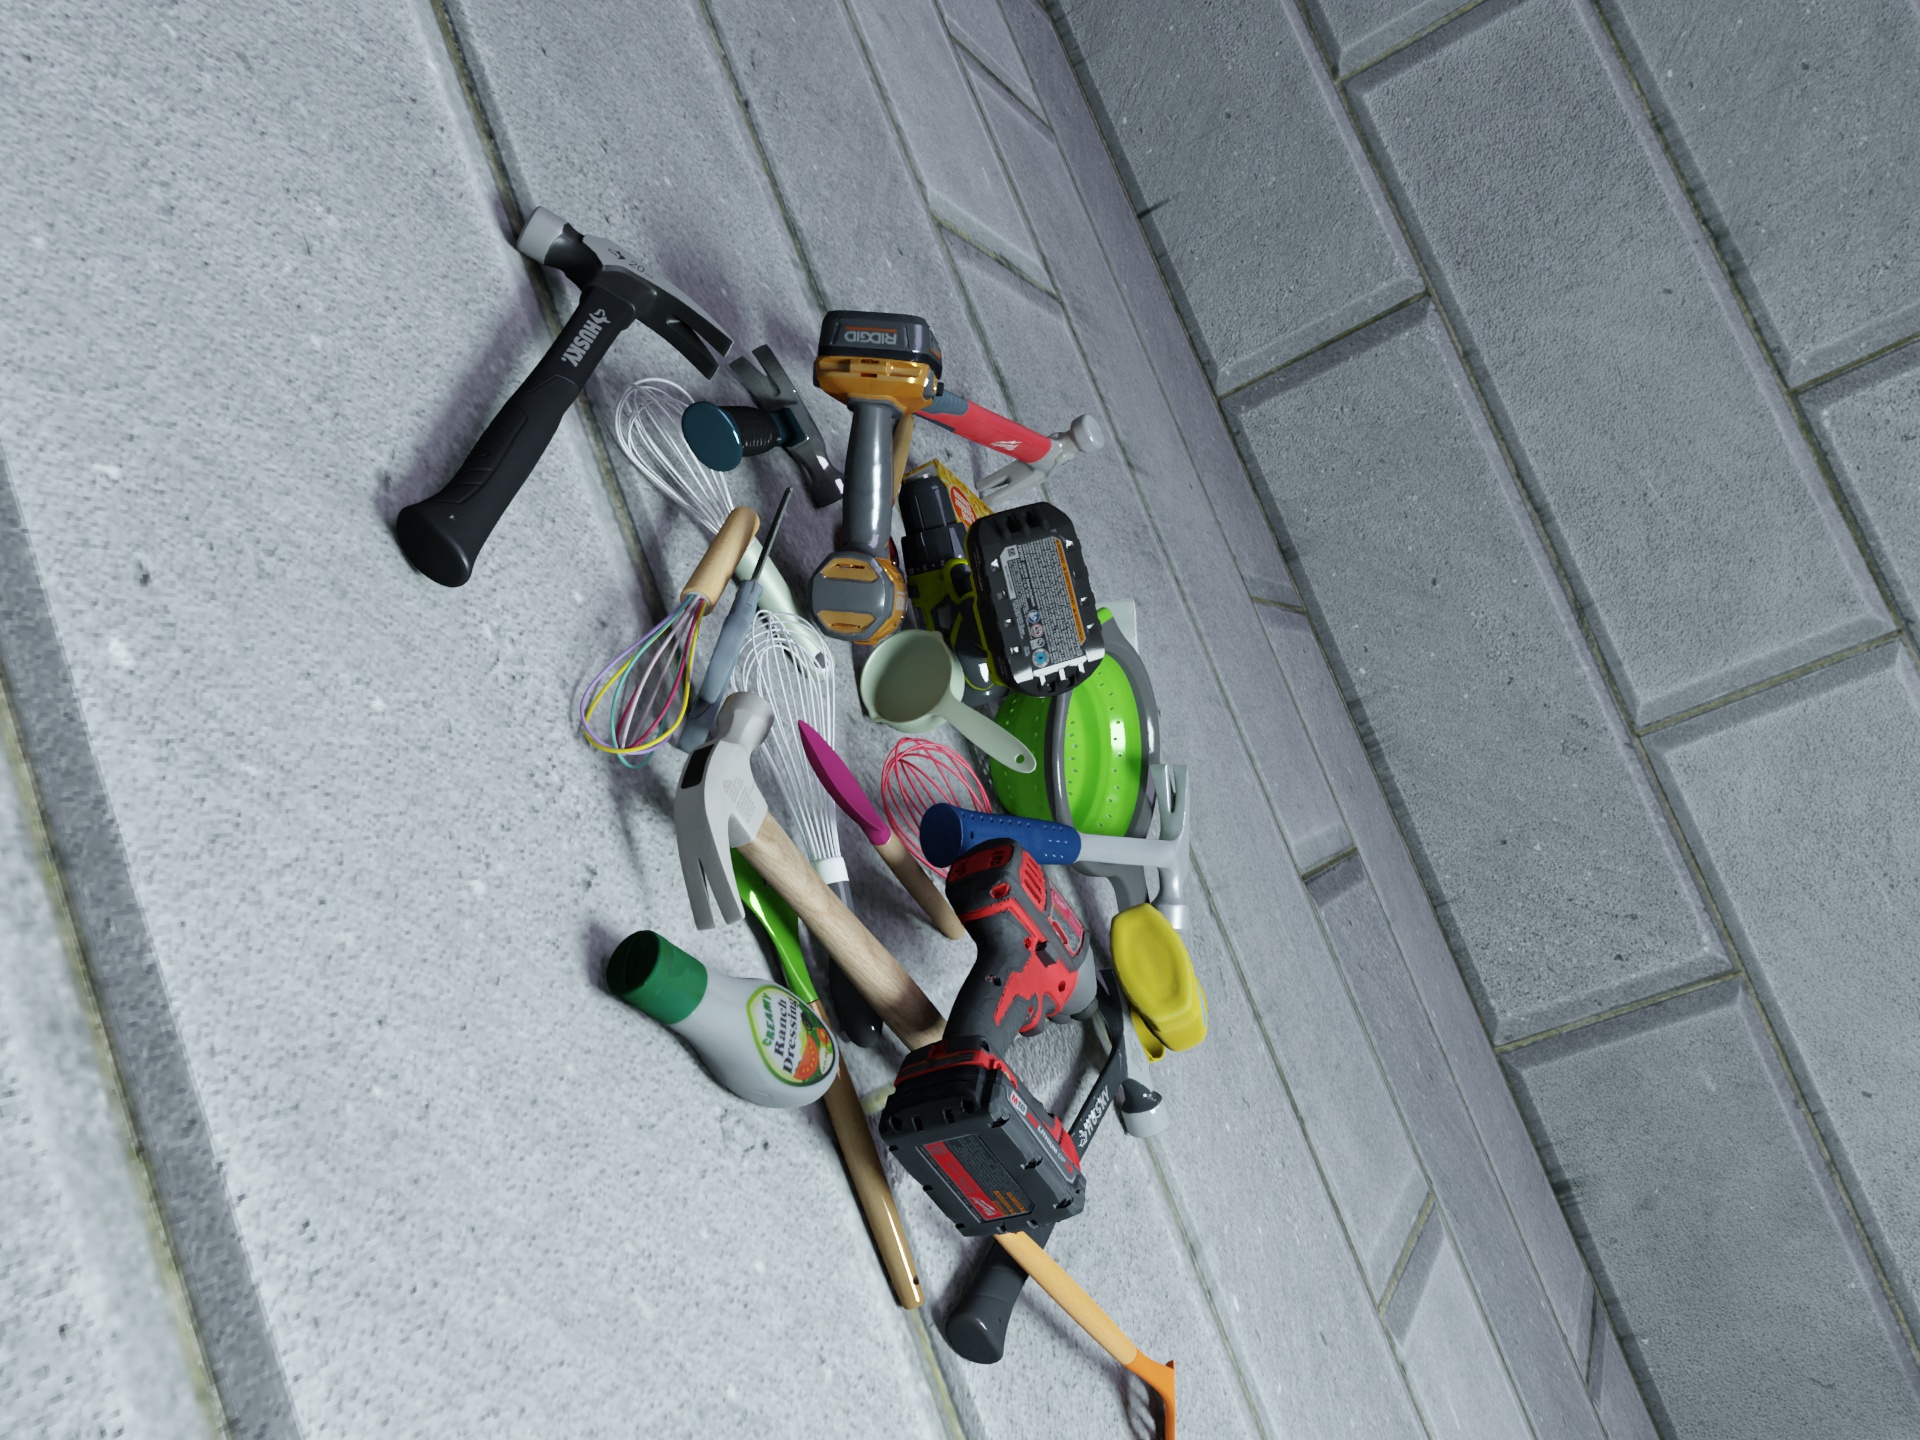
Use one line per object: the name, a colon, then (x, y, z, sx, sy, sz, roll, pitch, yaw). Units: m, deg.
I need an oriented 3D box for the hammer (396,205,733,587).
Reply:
hammer: (-0.233, -0.182, 0.911, 0.146, 0.035, 0.335, 30, 38, -15)

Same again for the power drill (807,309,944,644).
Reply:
power drill: (-0.061, -0.168, 1.157, 0.185, 0.084, 0.226, -29, 124, -84)

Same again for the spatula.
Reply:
spatula: (0.090, 0.404, 1.037, 0.322, 0.041, 0.081, 54, 28, -35)

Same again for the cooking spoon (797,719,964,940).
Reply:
cooking spoon: (-0.044, 0.084, 1.018, 0.069, 0.017, 0.318, 58, -1, 31)

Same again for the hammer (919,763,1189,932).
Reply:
hammer: (0.089, 0.090, 1.214, 0.405, 0.035, 0.144, 12, 79, -59)

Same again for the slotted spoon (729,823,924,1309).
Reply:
slotted spoon: (-0.080, 0.189, 0.929, 0.070, 0.031, 0.314, -7, 75, -62)

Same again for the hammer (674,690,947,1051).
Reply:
hammer: (-0.058, 0.142, 0.935, 0.331, 0.031, 0.130, 54, 33, -28)

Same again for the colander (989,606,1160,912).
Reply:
colander: (0.105, 0.102, 1.372, 0.204, 0.094, 0.396, -43, 125, -52)

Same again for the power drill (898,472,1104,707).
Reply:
power drill: (0.016, -0.102, 1.216, 0.228, 0.080, 0.190, -173, -112, -70)

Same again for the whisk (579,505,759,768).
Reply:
whisk: (-0.160, -0.056, 0.945, 0.051, 0.047, 0.245, 57, 30, -28)

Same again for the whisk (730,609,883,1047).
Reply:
whisk: (-0.090, 0.065, 1.000, 0.070, 0.070, 0.285, 8, 65, -64)

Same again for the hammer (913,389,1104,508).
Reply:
hammer: (-0.015, -0.268, 1.432, 0.386, 0.143, 0.038, 8, 60, -59)

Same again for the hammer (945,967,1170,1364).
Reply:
hammer: (0.071, 0.309, 1.114, 0.409, 0.036, 0.149, -36, 111, -66)

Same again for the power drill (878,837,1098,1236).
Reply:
power drill: (0.032, 0.189, 0.958, 0.143, 0.078, 0.220, 55, 30, -27)

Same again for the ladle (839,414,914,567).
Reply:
ladle: (-0.061, -0.200, 1.376, 0.069, 0.031, 0.316, 54, 23, -26)

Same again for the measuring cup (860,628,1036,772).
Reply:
measuring cup: (-0.002, -0.004, 1.167, 0.168, 0.083, 0.038, 36, -3, 30)

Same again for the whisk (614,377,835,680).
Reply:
whisk: (-0.153, -0.123, 1.068, 0.058, 0.059, 0.246, -43, 119, -21)

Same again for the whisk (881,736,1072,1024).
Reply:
whisk: (0.022, 0.126, 1.186, 0.295, 0.073, 0.073, 60, 22, -30)

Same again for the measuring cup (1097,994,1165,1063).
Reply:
measuring cup: (0.119, 0.245, 1.324, 0.156, 0.029, 0.062, 35, 35, -41)

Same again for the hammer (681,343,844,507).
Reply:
hammer: (-0.137, -0.200, 1.101, 0.128, 0.033, 0.331, 61, 9, -8)
